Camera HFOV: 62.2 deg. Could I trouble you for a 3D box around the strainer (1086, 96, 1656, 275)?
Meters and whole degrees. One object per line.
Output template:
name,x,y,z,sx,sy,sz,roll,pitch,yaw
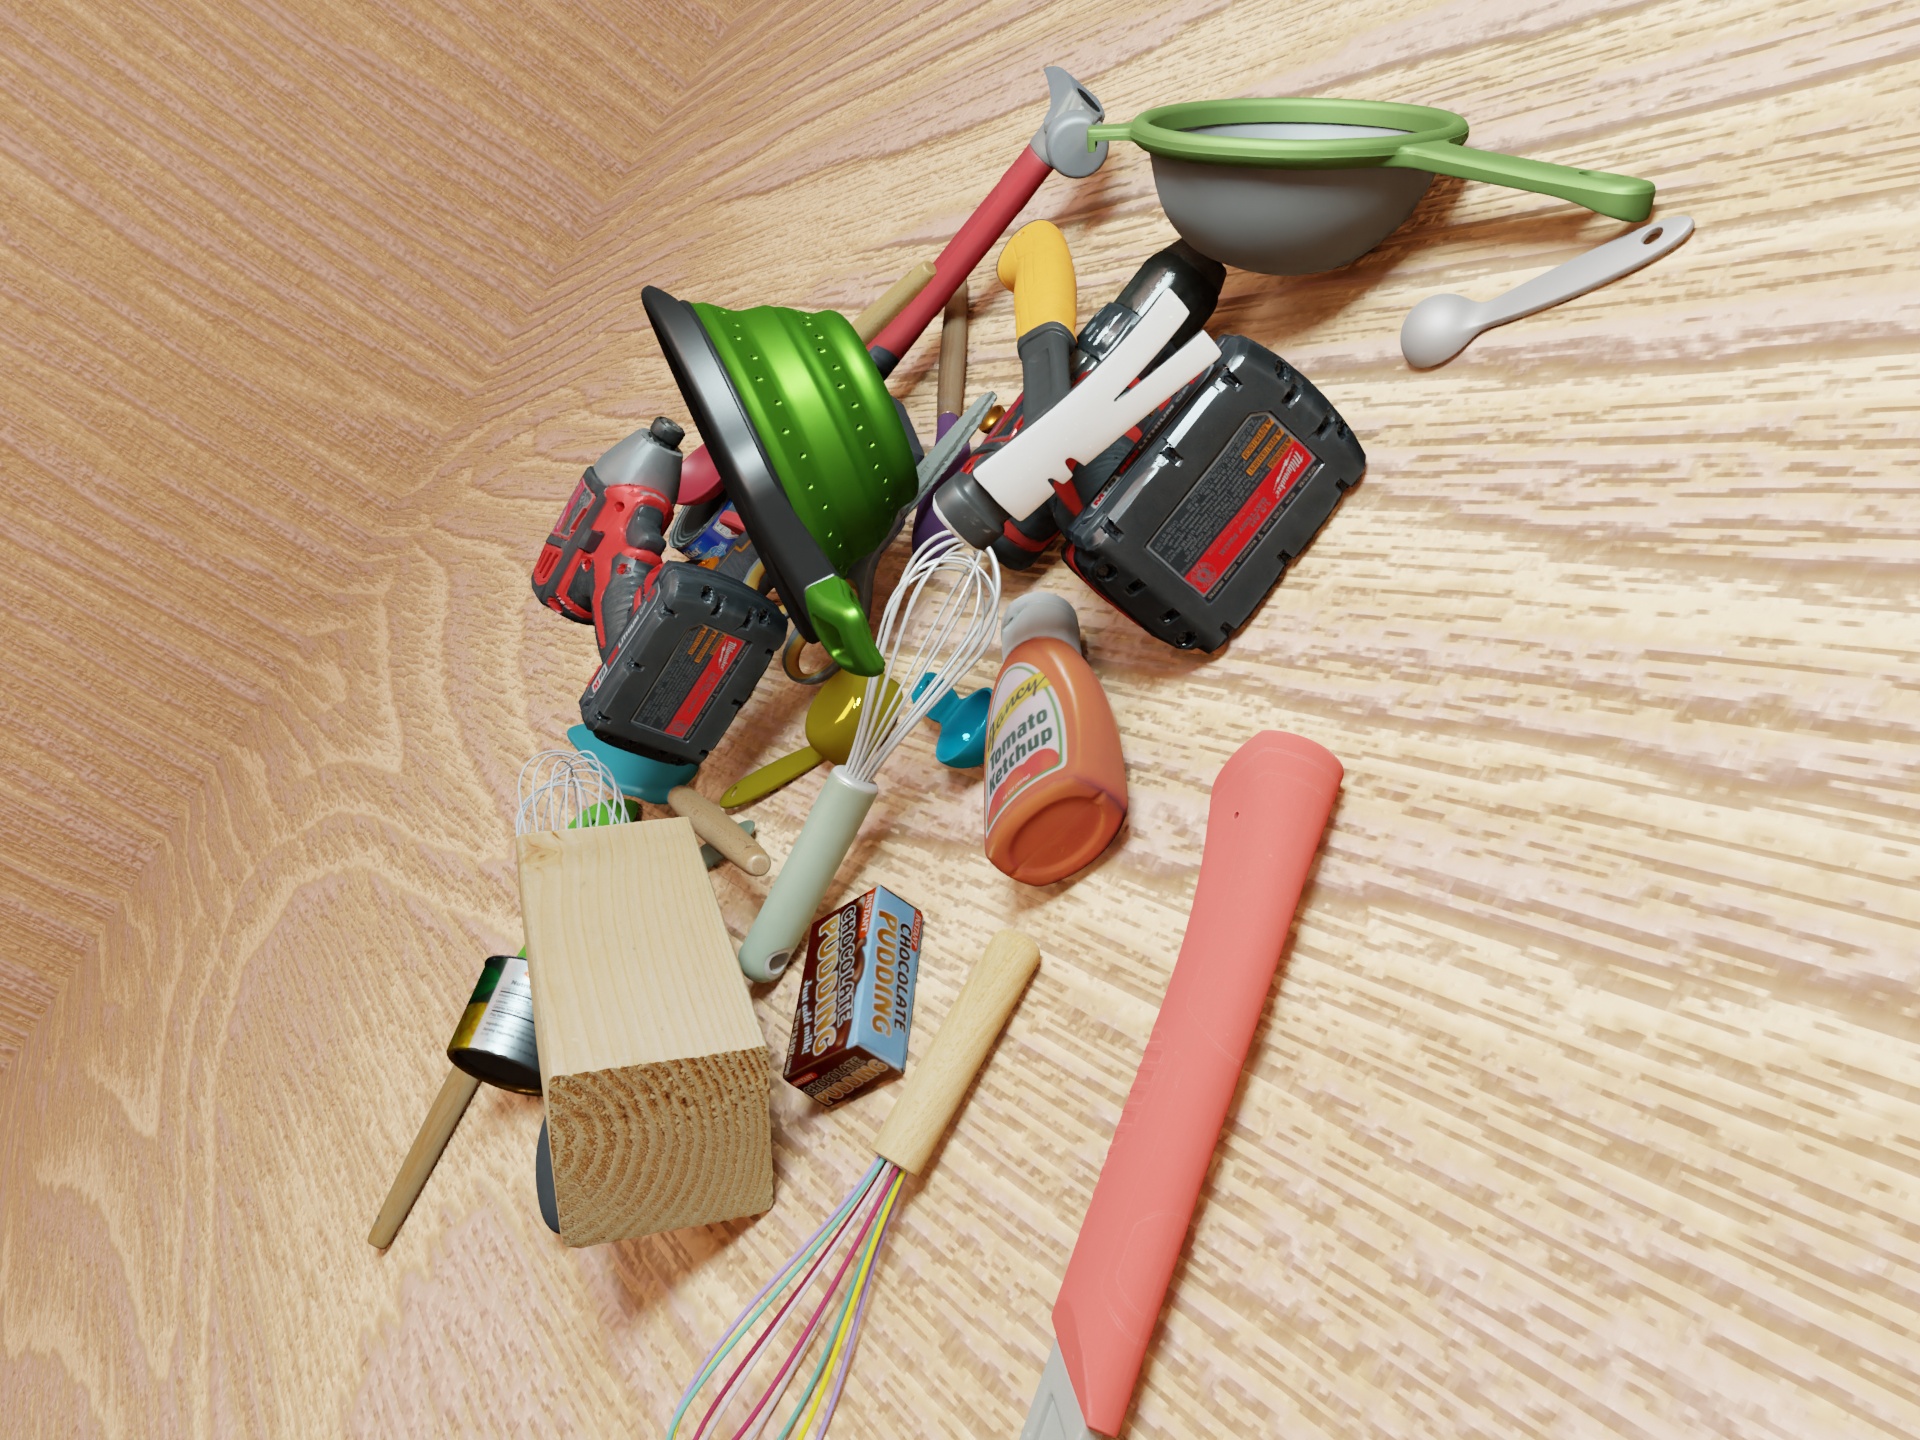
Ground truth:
strainer,0.183,-0.223,0.696,0.151,0.069,0.257,-19,34,-30

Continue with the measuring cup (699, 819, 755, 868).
measuring cup,-0.182,0.082,0.937,0.167,0.038,0.083,-29,37,41

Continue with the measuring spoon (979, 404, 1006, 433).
measuring spoon,0.041,-0.162,0.905,0.021,0.011,0.117,-53,31,0

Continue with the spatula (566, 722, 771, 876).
spatula,-0.159,0.039,0.912,0.318,0.082,0.044,-160,61,-66

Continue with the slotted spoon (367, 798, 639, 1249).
slotted spoon,-0.292,0.182,1.010,0.070,0.031,0.314,-4,57,55

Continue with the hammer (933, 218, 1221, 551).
hammer,0.046,-0.193,0.763,0.127,0.034,0.337,-38,22,20

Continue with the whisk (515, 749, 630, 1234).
whisk,-0.212,0.137,0.868,0.070,0.070,0.285,-34,49,33

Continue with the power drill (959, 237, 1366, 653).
power drill,0.090,-0.137,0.732,0.188,0.080,0.227,-52,25,4

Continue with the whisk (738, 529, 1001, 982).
whisk,-0.047,0.021,0.758,0.059,0.057,0.246,37,105,34

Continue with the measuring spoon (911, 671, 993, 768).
measuring spoon,-0.001,-0.003,0.786,0.042,0.021,0.129,-53,19,2

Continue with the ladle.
ladle,-0.113,-0.224,1.086,0.315,0.031,0.069,-29,37,46

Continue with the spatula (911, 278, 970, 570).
spatula,-0.008,-0.203,1.013,0.059,0.018,0.316,-44,29,36

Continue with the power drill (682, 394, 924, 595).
power drill,-0.126,-0.125,1.039,0.226,0.084,0.164,-50,28,18

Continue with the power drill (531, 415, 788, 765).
power drill,-0.188,-0.086,0.954,0.143,0.078,0.220,-55,39,17

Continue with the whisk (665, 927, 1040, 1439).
whisk,-0.040,0.185,0.602,0.245,0.051,0.047,-59,22,-15

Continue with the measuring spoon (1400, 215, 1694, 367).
measuring spoon,0.223,-0.172,0.621,0.124,0.018,0.034,-17,45,48

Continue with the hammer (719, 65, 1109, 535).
hammer,-0.041,-0.270,1.083,0.386,0.038,0.143,-46,26,26

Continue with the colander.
colander,-0.061,-0.119,0.776,0.094,0.204,0.397,-26,28,-5

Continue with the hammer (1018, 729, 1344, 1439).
hammer,0.056,0.164,0.482,0.149,0.036,0.359,-8,53,54

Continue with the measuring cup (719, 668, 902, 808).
measuring cup,-0.094,0.014,0.888,0.156,0.029,0.062,-28,37,37
